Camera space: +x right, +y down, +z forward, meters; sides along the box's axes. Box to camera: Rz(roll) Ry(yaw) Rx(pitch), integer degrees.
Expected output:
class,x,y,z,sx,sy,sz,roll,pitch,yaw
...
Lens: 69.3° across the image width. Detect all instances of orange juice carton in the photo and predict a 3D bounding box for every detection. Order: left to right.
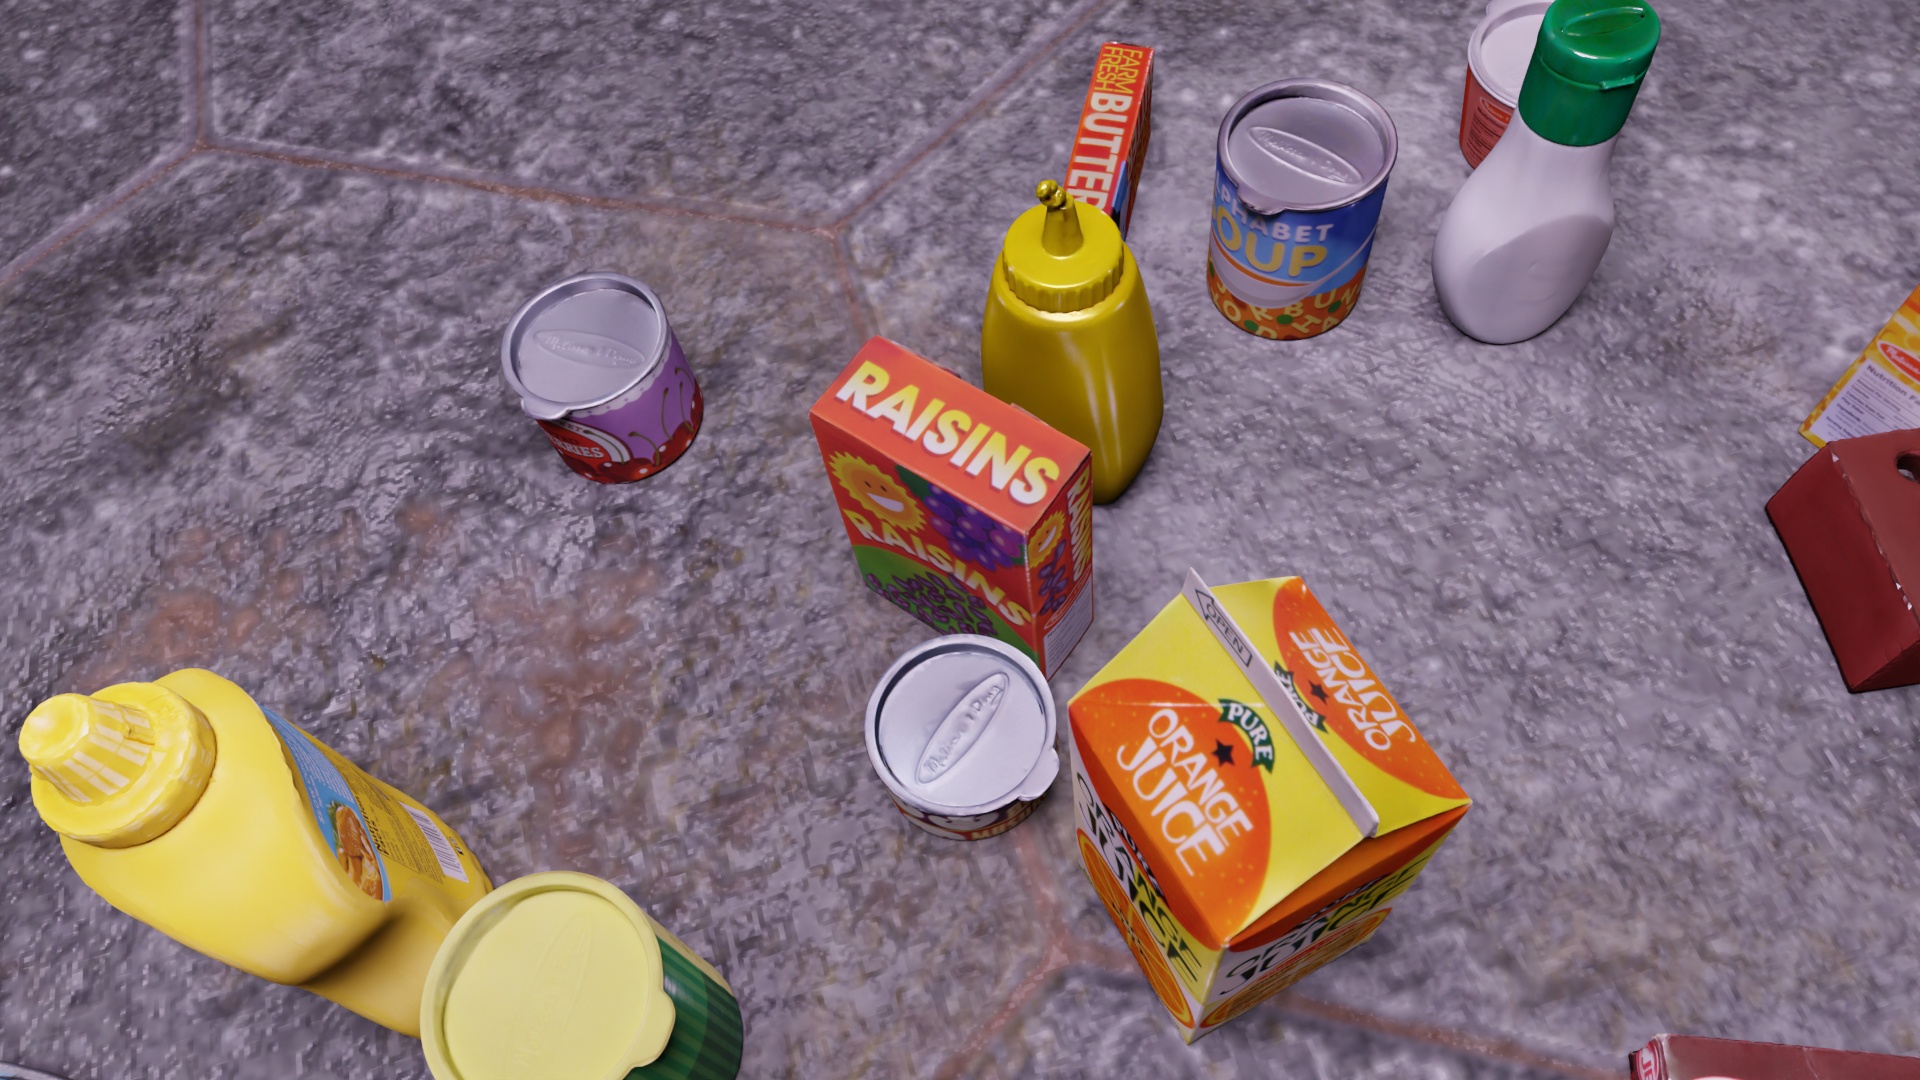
class,x,y,z,sx,sy,sz,roll,pitch,yaw
orange juice carton,0.079,0.076,0.385,0.073,0.191,0.072,-27,62,-9

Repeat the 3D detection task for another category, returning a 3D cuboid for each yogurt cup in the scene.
class,x,y,z,sx,sy,sz,roll,pitch,yaw
yogurt cup,0.246,-0.188,0.592,0.072,0.053,0.073,-2,61,5

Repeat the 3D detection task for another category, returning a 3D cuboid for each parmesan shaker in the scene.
class,x,y,z,sx,sy,sz,roll,pitch,yaw
parmesan shaker,-0.106,0.146,0.417,0.071,0.102,0.071,-2,61,5

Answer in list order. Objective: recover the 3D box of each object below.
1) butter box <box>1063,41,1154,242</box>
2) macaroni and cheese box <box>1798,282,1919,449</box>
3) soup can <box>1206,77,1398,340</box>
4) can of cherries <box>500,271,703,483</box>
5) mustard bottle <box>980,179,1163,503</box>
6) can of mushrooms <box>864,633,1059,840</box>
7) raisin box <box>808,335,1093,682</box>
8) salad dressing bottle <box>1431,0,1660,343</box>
class,x,y,z,sx,sy,sz,roll,pitch,yaw
butter box,0.062,-0.158,0.595,0.024,0.053,0.104,9,63,11
macaroni and cheese box,0.371,-0.105,0.470,0.124,0.165,0.040,-39,65,-14
soup can,0.131,-0.128,0.554,0.071,0.083,0.071,-2,61,5
can of cherries,-0.144,-0.063,0.561,0.071,0.058,0.072,-2,61,5
mustard bottle,0.039,-0.072,0.489,0.065,0.159,0.049,26,67,18
can of mushrooms,0.003,0.071,0.487,0.071,0.033,0.071,-2,61,5
raisin box,0.002,-0.006,0.478,0.086,0.123,0.040,31,69,20
salad dressing bottle,0.215,-0.133,0.511,0.064,0.147,0.044,-12,61,0
